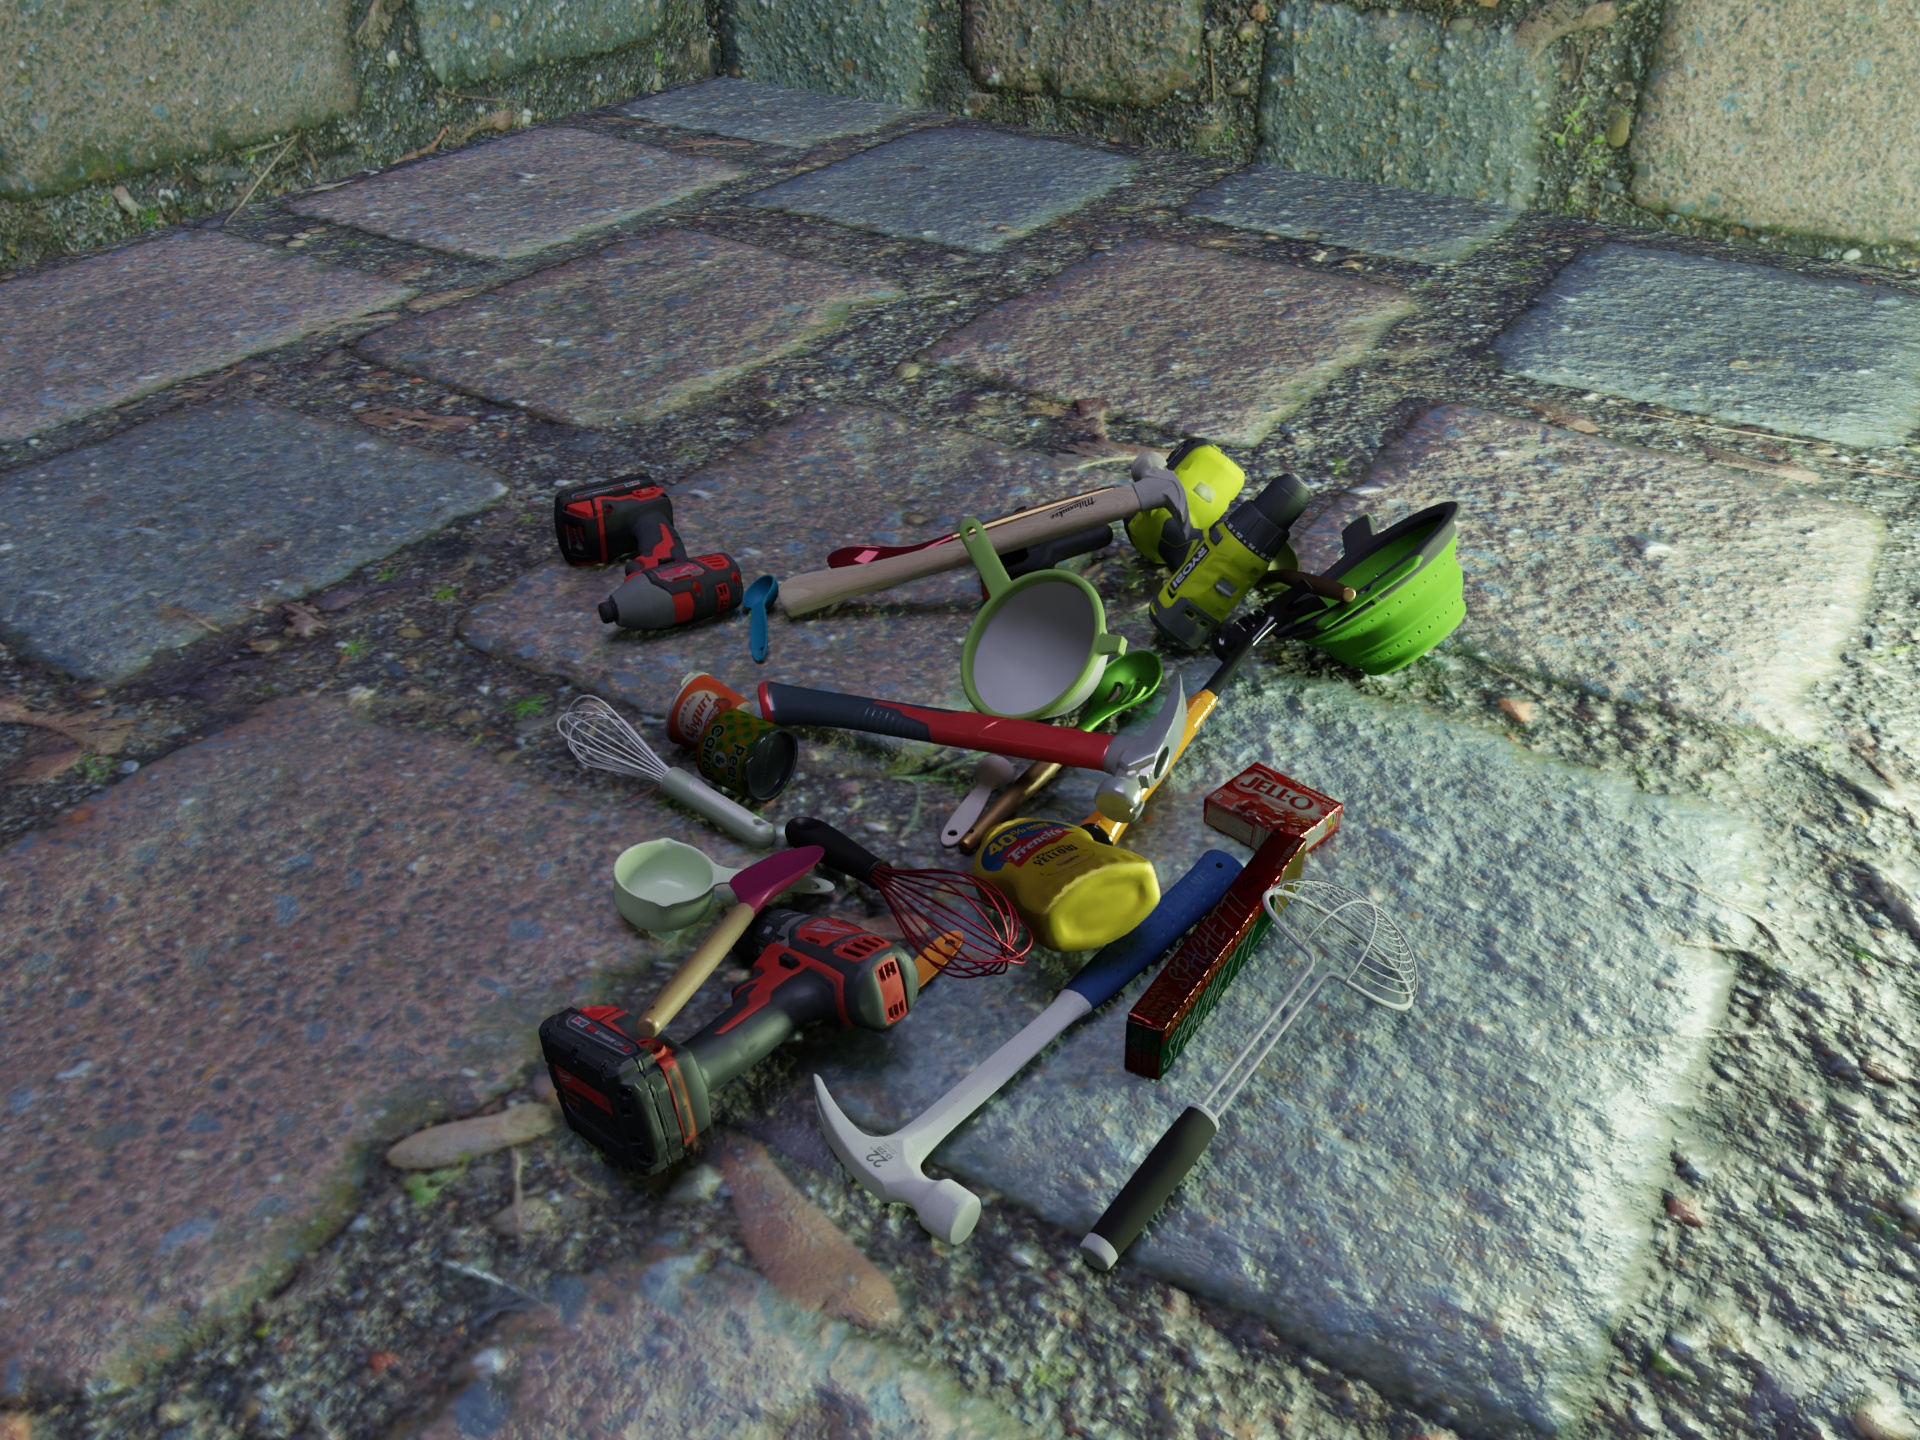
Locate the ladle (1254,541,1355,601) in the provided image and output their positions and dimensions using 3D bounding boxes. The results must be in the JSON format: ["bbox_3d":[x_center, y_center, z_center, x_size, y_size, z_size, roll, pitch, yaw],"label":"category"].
[{"bbox_3d":[0.323,-0.146,1.516,0.078,0.062,0.320,25,7,-9],"label":"ladle"}]

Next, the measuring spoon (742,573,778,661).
[{"bbox_3d":[-0.193,-0.096,1.565,0.042,0.021,0.129,-32,39,20],"label":"measuring spoon"}]

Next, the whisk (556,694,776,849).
[{"bbox_3d":[-0.247,0.045,1.328,0.246,0.059,0.057,28,20,27],"label":"whisk"}]

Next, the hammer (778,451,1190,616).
[{"bbox_3d":[0.022,-0.168,1.568,0.410,0.038,0.146,-16,32,2],"label":"hammer"}]

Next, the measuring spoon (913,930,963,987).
[{"bbox_3d":[-0.030,0.187,1.155,0.021,0.011,0.117,19,34,24],"label":"measuring spoon"}]

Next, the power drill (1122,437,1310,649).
[{"bbox_3d":[0.251,-0.194,1.581,0.080,0.190,0.229,32,21,-22],"label":"power drill"}]

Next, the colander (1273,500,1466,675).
[{"bbox_3d":[0.417,-0.131,1.561,0.204,0.094,0.397,-36,6,19],"label":"colander"}]

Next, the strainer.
[{"bbox_3d":[0.061,-0.092,1.468,0.151,0.069,0.257,-39,48,16],"label":"strainer"}]

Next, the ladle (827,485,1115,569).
[{"bbox_3d":[0.015,-0.197,1.665,0.315,0.031,0.069,-17,36,-7],"label":"ladle"}]

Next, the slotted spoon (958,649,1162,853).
[{"bbox_3d":[0.088,0.025,1.380,0.070,0.031,0.314,4,32,37],"label":"slotted spoon"}]

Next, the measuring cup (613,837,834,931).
[{"bbox_3d":[-0.181,0.132,1.215,0.167,0.038,0.083,6,31,-13],"label":"measuring cup"}]

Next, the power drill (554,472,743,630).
[{"bbox_3d":[-0.327,-0.164,1.614,0.143,0.078,0.220,-19,41,-26],"label":"power drill"}]

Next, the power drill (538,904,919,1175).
[{"bbox_3d":[-0.163,0.193,1.067,0.226,0.080,0.188,-26,24,-35],"label":"power drill"}]

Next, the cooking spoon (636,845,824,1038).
[{"bbox_3d":[-0.156,0.141,1.083,0.069,0.017,0.319,-12,12,14],"label":"cooking spoon"}]

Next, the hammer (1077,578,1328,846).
[{"bbox_3d":[0.197,-0.001,1.353,0.034,0.127,0.337,48,52,-6],"label":"hammer"}]

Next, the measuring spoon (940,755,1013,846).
[{"bbox_3d":[0.012,0.064,1.328,0.034,0.018,0.124,13,37,18],"label":"measuring spoon"}]

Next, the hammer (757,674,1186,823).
[{"bbox_3d":[-0.002,-0.004,1.351,0.386,0.038,0.143,9,47,28],"label":"hammer"}]

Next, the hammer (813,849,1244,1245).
[{"bbox_3d":[0.070,0.198,1.113,0.144,0.035,0.405,26,41,32],"label":"hammer"}]

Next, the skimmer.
[{"bbox_3d":[0.188,0.234,1.065,0.127,0.090,0.363,38,57,15],"label":"skimmer"}]

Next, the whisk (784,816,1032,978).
[{"bbox_3d":[-0.050,0.121,1.181,0.073,0.073,0.296,-23,27,-30],"label":"whisk"}]
